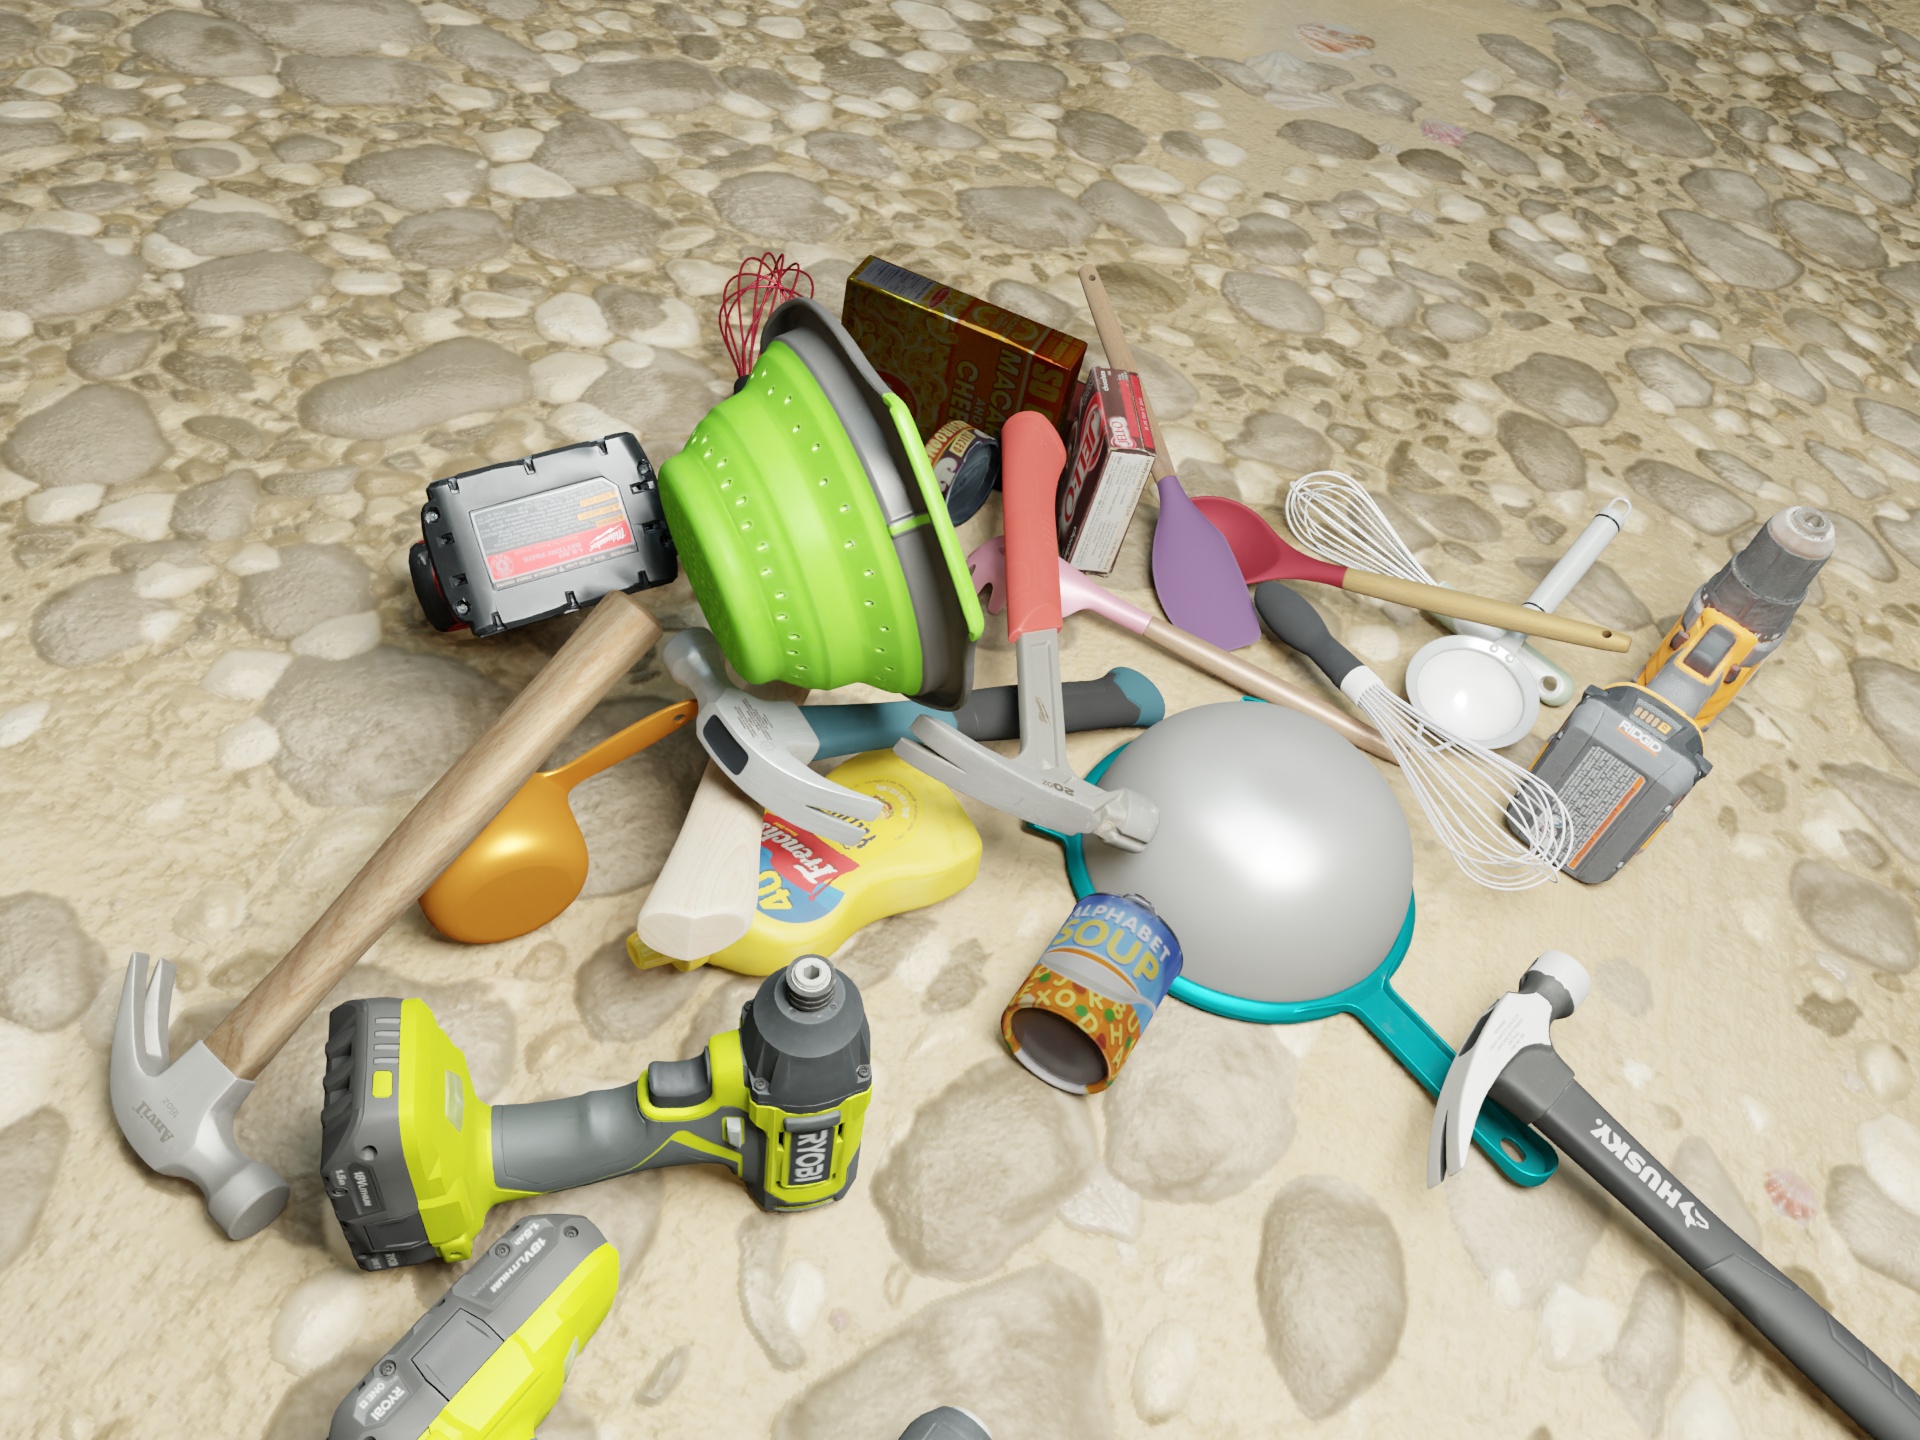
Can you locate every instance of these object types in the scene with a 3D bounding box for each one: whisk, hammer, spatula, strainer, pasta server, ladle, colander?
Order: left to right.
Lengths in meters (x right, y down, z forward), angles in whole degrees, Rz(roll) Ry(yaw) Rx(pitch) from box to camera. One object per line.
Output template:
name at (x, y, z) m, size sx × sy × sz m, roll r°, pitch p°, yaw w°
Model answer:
hammer at (-0.263, 0.068, 0.747) m, size 0.130 × 0.031 × 0.331 m, roll 36°, pitch 77°, yaw 18°
whisk at (-0.144, -0.243, 1.114) m, size 0.073 × 0.073 × 0.296 m, roll 8°, pitch 44°, yaw -6°
colander at (-0.103, -0.095, 0.815) m, size 0.094 × 0.204 × 0.397 m, roll -24°, pitch 15°, yaw -13°
hammer at (-0.112, -0.019, 0.899) m, size 0.146 × 0.038 × 0.411 m, roll 13°, pitch 35°, yaw 2°
hammer at (-0.001, -0.003, 0.888) m, size 0.331 × 0.033 × 0.128 m, roll -6°, pitch 53°, yaw -44°
hammer at (0.035, -0.079, 0.944) m, size 0.149 × 0.036 × 0.359 m, roll 24°, pitch 38°, yaw -21°
spatula at (0.134, -0.188, 1.111) m, size 0.060 × 0.018 × 0.316 m, roll -15°, pitch 70°, yaw -4°
pasta server at (0.144, -0.044, 1.041) m, size 0.316 × 0.040 × 0.060 m, roll 28°, pitch 49°, yaw 7°
strainer at (0.208, 0.100, 0.874) m, size 0.211 × 0.095 × 0.341 m, roll -23°, pitch 56°, yaw -29°
ladle at (0.283, -0.091, 1.062) m, size 0.315 × 0.031 × 0.069 m, roll 17°, pitch 70°, yaw 23°
whisk at (0.268, -0.001, 0.980) m, size 0.070 × 0.070 × 0.285 m, roll -15°, pitch 47°, yaw -25°
whisk at (0.325, -0.093, 1.111) m, size 0.246 × 0.057 × 0.059 m, roll 42°, pitch 23°, yaw 19°
strainer at (0.375, -0.061, 1.056) m, size 0.087 × 0.050 × 0.258 m, roll 38°, pitch 72°, yaw 18°
hammer at (0.375, 0.272, 0.767) m, size 0.335 × 0.035 × 0.146 m, roll 44°, pitch 58°, yaw 14°

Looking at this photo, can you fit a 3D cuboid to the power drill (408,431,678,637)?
power drill at (-0.213, -0.102, 0.893) m, size 0.188 × 0.227 × 0.080 m, roll -18°, pitch 97°, yaw -17°

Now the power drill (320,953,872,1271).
power drill at (-0.150, 0.164, 0.688) m, size 0.223 × 0.171 × 0.080 m, roll -5°, pitch 50°, yaw -12°

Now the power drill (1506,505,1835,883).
power drill at (0.447, -0.022, 0.981) m, size 0.084 × 0.185 × 0.226 m, roll 39°, pitch 55°, yaw 19°

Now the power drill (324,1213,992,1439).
power drill at (-0.113, 0.305, 0.631) m, size 0.228 × 0.080 × 0.190 m, roll 34°, pitch 50°, yaw 14°

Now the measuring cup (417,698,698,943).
measuring cup at (-0.197, 0.051, 0.805) m, size 0.173 × 0.095 × 0.052 m, roll -31°, pitch 60°, yaw 0°
